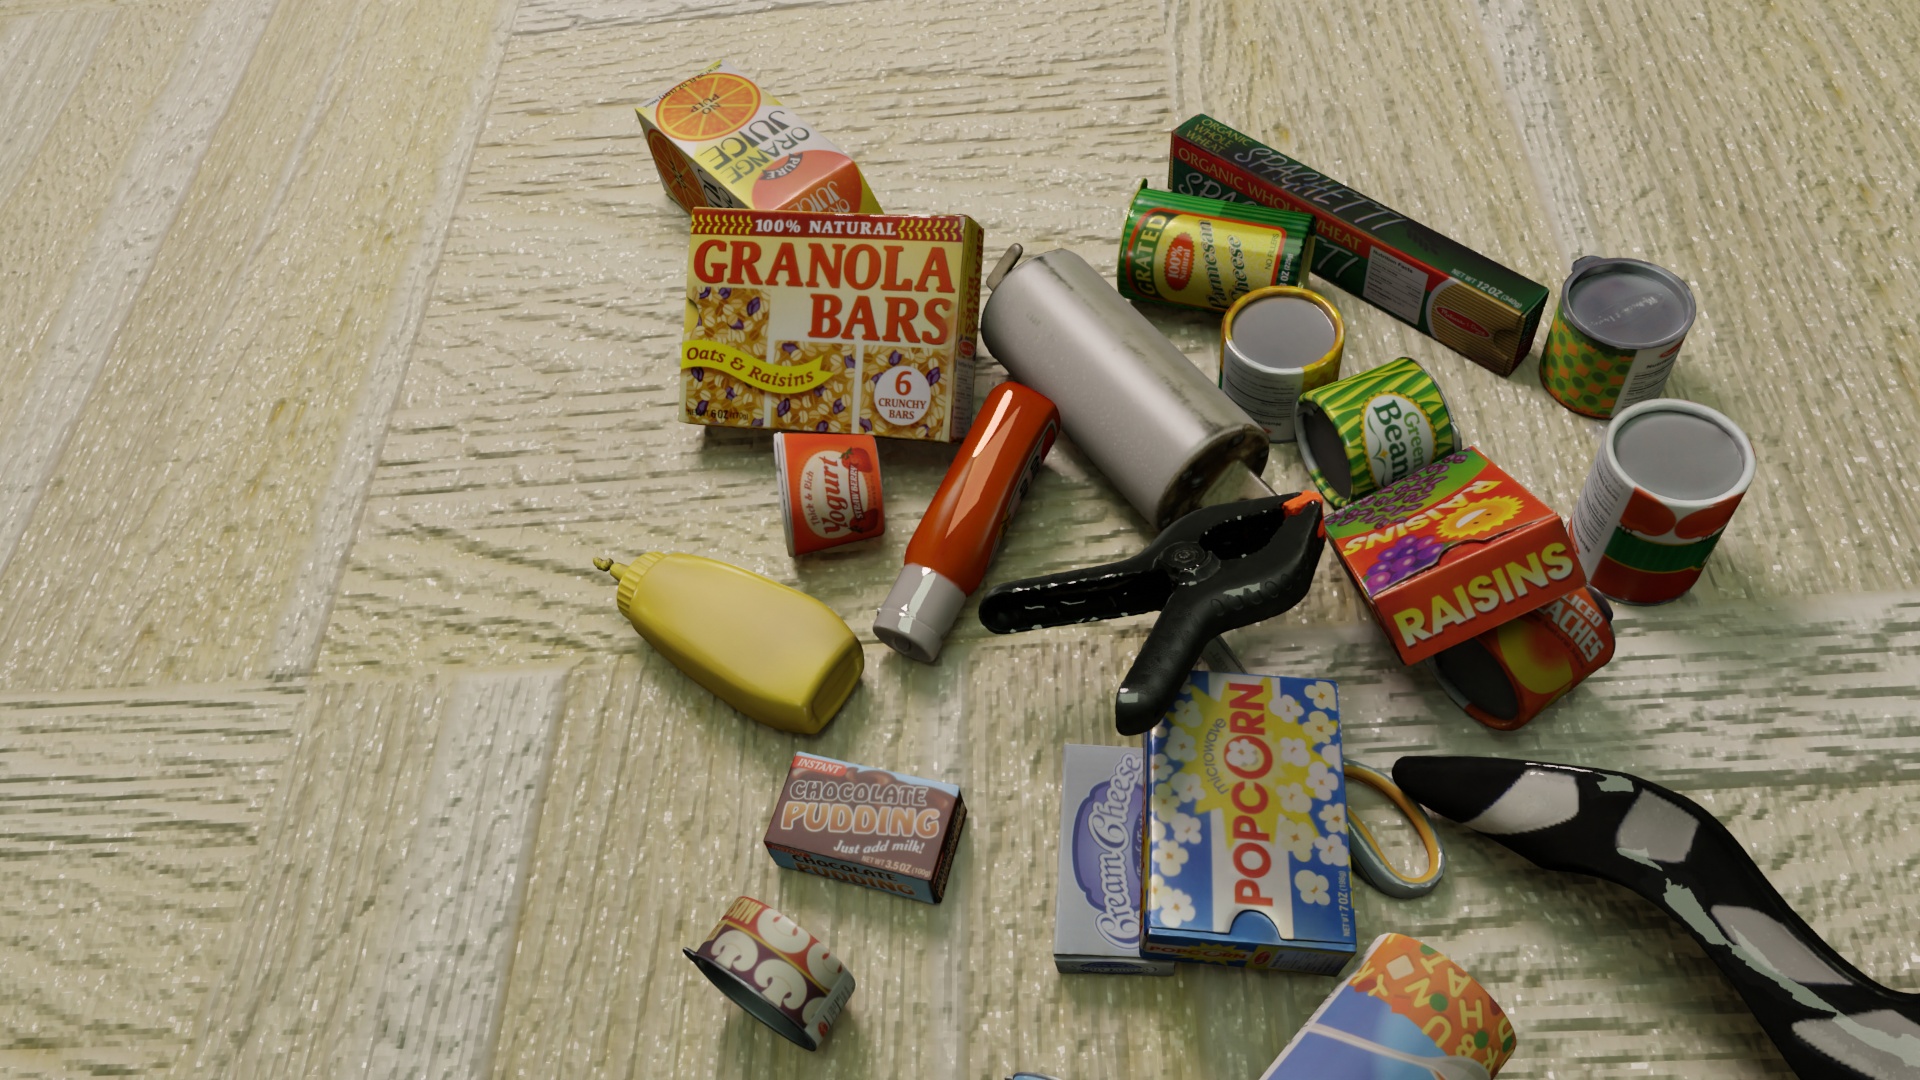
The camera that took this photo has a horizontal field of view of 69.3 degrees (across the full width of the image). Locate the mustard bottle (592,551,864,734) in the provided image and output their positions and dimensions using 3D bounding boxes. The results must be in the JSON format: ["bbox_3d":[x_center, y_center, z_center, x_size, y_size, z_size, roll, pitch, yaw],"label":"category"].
[{"bbox_3d":[-0.127,0.041,0.715,0.160,0.048,0.065,26,62,24],"label":"mustard bottle"}]

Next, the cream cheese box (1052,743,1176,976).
[{"bbox_3d":[0.071,0.143,0.630,0.053,0.024,0.104,0,55,8],"label":"cream cheese box"}]

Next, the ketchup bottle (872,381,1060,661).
[{"bbox_3d":[0.003,-0.009,0.727,0.043,0.064,0.149,27,70,4],"label":"ketchup bottle"}]

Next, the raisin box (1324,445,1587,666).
[{"bbox_3d":[0.224,0.003,0.645,0.086,0.040,0.124,-26,14,11],"label":"raisin box"}]

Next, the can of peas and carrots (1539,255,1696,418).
[{"bbox_3d":[0.351,-0.110,0.750,0.071,0.058,0.071,-4,54,5],"label":"can of peas and carrots"}]

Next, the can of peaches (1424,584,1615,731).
[{"bbox_3d":[0.258,0.046,0.645,0.058,0.071,0.071,-32,57,-13],"label":"can of peaches"}]

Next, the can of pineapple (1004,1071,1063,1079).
[{"bbox_3d":[0.039,0.247,0.537,0.071,0.070,0.058,16,59,18],"label":"can of pineapple"}]

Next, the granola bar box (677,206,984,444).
[{"bbox_3d":[-0.074,-0.121,0.782,0.165,0.039,0.124,5,93,16],"label":"granola bar box"}]

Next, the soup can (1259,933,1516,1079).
[{"bbox_3d":[0.168,0.209,0.544,0.084,0.071,0.071,-41,60,-20],"label":"soup can"}]

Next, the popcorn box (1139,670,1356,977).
[{"bbox_3d":[0.122,0.119,0.605,0.085,0.038,0.127,5,54,2],"label":"popcorn box"}]

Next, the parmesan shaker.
[{"bbox_3d":[0.150,-0.168,0.810,0.103,0.071,0.071,13,58,17],"label":"parmesan shaker"}]

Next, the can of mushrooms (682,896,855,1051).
[{"bbox_3d":[-0.081,0.184,0.596,0.071,0.070,0.033,26,62,23],"label":"can of mushrooms"}]

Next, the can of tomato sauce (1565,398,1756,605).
[{"bbox_3d":[0.338,-0.018,0.672,0.071,0.082,0.071,-4,55,6],"label":"can of tomato sauce"}]

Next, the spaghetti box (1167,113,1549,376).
[{"bbox_3d":[0.226,-0.180,0.822,0.029,0.050,0.250,-40,59,-21],"label":"spaghetti box"}]

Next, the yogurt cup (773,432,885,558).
[{"bbox_3d":[-0.070,-0.027,0.747,0.054,0.072,0.073,-7,54,-6],"label":"yogurt cup"}]

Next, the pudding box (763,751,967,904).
[{"bbox_3d":[-0.043,0.133,0.649,0.084,0.030,0.050,10,56,14],"label":"pudding box"}]

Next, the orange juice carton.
[{"bbox_3d":[-0.121,-0.222,0.885,0.072,0.072,0.193,-36,59,-17],"label":"orange juice carton"}]

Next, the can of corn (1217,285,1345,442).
[{"bbox_3d":[0.177,-0.099,0.766,0.071,0.058,0.071,-4,55,5],"label":"can of corn"}]

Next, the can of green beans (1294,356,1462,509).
[{"bbox_3d":[0.215,-0.056,0.725,0.058,0.071,0.071,-20,55,-6],"label":"can of green beans"}]
